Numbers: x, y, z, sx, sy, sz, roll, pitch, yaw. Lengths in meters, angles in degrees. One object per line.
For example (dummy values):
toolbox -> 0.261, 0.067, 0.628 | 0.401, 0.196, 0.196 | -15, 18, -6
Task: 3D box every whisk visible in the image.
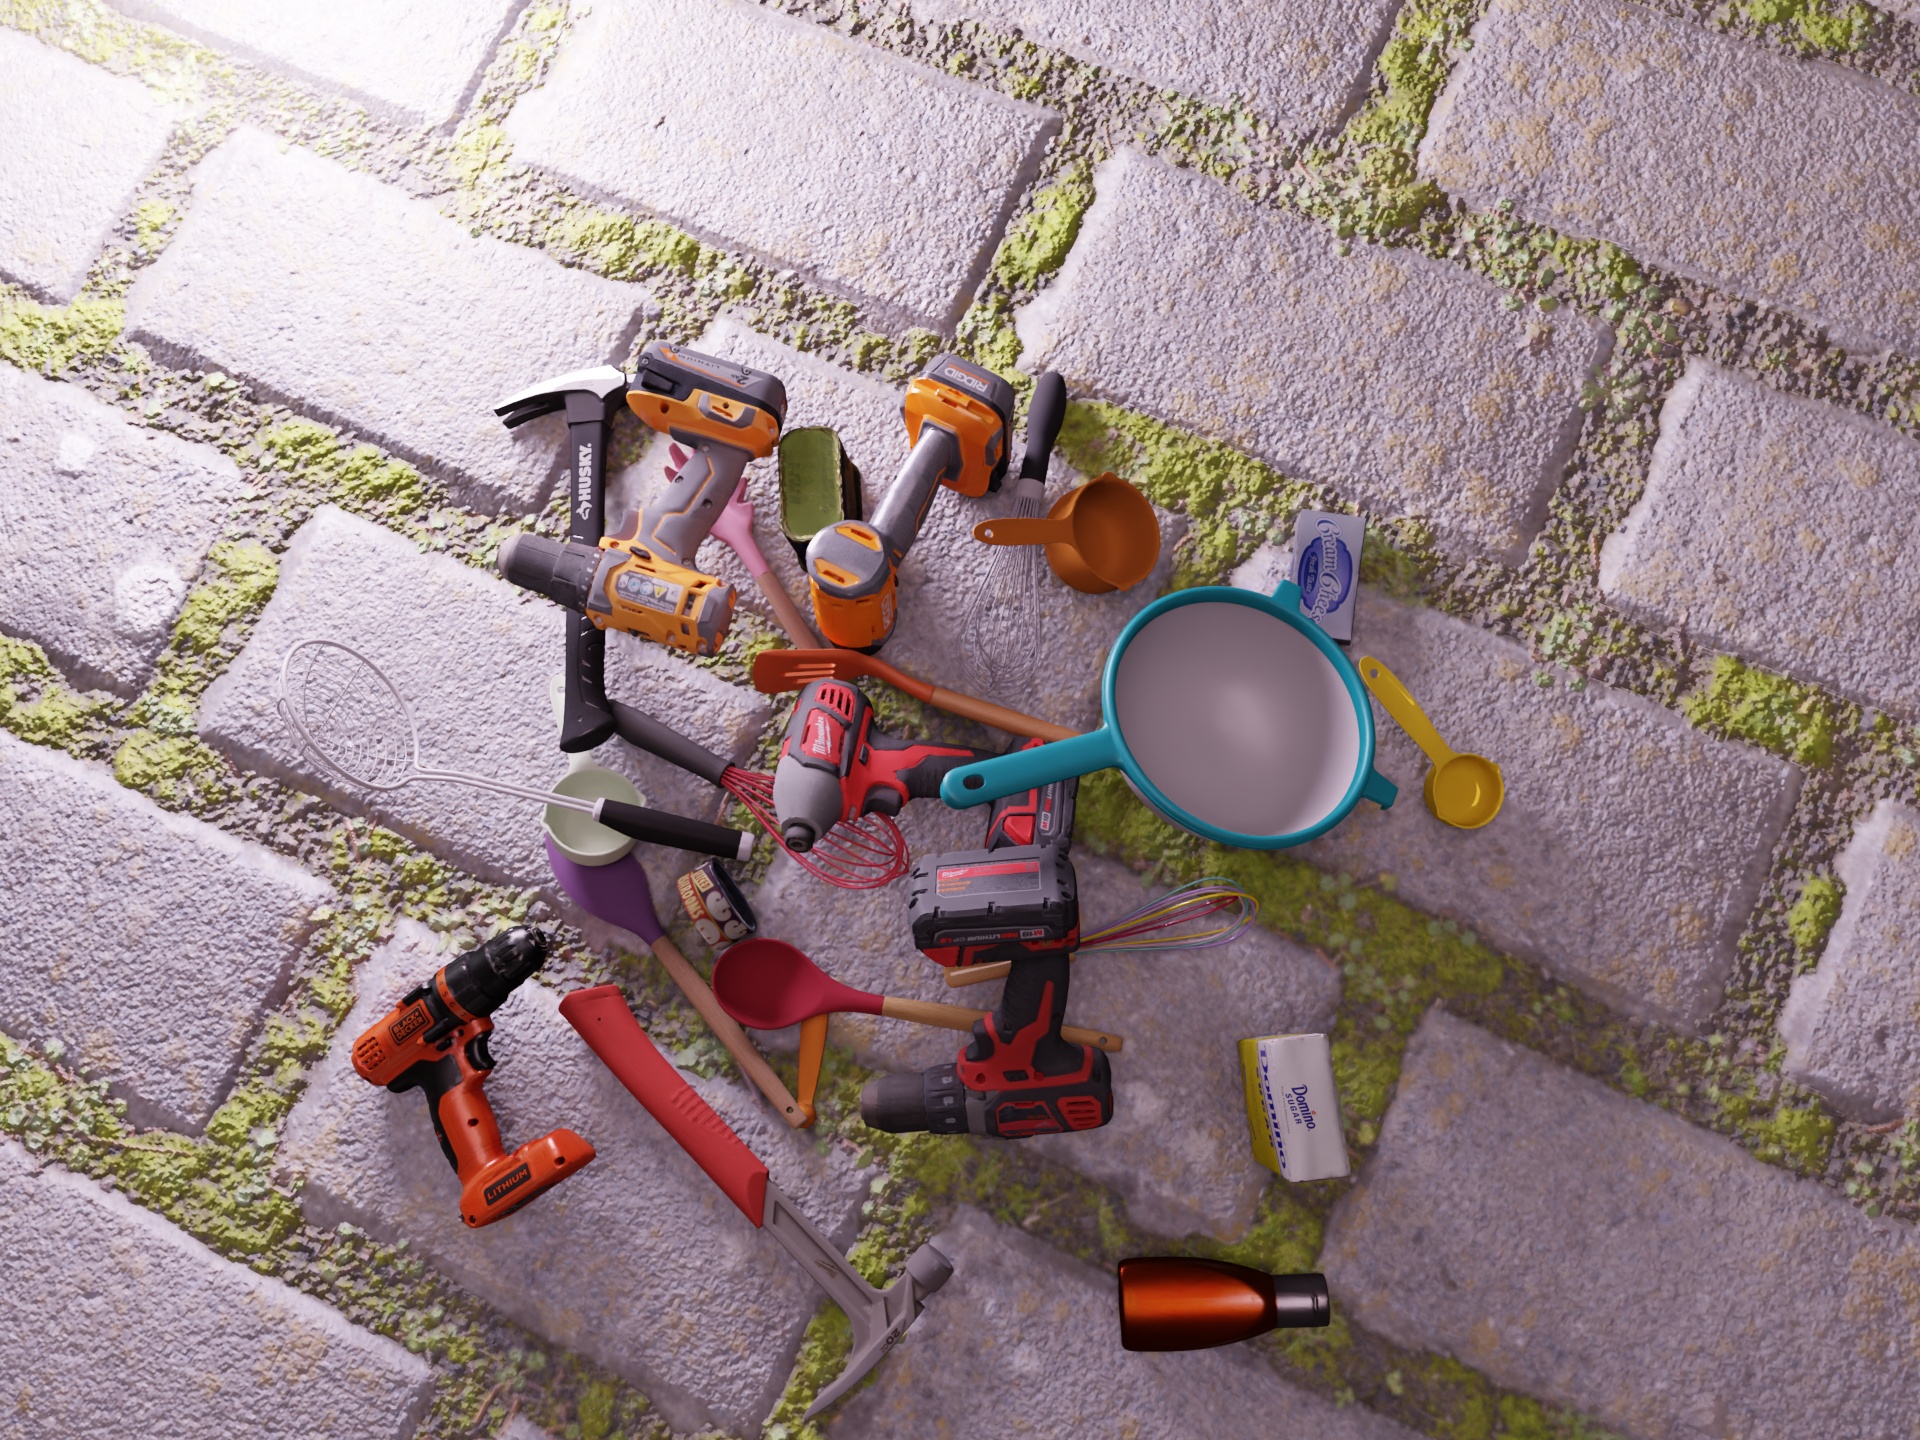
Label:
whisk -> -0.168, 0.052, 1.252 | 0.296, 0.073, 0.073 | 26, 82, 16
whisk -> 0.048, -0.154, 1.276 | 0.070, 0.070, 0.285 | 9, 74, 8
whisk -> 0.105, 0.164, 1.209 | 0.245, 0.047, 0.051 | -14, 78, 6

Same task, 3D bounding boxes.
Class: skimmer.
skimmer -> -0.328, 0.030, 1.201 | 0.363, 0.127, 0.090 | 15, 119, -7

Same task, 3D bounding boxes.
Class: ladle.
ladle -> -0.033, 0.221, 1.214 | 0.315, 0.031, 0.069 | 9, 78, 4

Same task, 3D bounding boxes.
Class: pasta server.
pasta server -> -0.146, -0.098, 1.291 | 0.060, 0.040, 0.316 | -30, 78, -11

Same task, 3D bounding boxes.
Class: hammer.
hammer -> -0.311, -0.135, 1.301 | 0.146, 0.035, 0.335 | -5, 71, 5
hammer -> -0.181, 0.342, 1.202 | 0.359, 0.036, 0.149 | 43, 85, 12

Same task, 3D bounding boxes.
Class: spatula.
spatula -> -0.002, -0.004, 1.238 | 0.322, 0.081, 0.041 | 18, 67, -1
spatula -> -0.223, 0.194, 1.243 | 0.060, 0.018, 0.316 | -40, 74, -10

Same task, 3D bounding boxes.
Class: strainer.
strainer -> 0.137, 0.026, 1.175 | 0.340, 0.095, 0.211 | -14, 69, -19

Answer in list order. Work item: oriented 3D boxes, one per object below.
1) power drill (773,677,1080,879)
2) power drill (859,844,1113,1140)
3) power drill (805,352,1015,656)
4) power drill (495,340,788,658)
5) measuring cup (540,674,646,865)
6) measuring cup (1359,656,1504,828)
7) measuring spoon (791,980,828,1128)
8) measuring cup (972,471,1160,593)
power drill -> -0.029, 0.057, 1.181 | 0.219, 0.078, 0.143 | 15, 49, -5
power drill -> 0.010, 0.209, 1.144 | 0.188, 0.080, 0.226 | -5, 118, 4
power drill -> -0.042, -0.155, 1.246 | 0.084, 0.164, 0.226 | 27, 70, 10
power drill -> -0.246, -0.178, 1.250 | 0.185, 0.084, 0.226 | 17, 80, 0
measuring cup -> -0.304, 0.041, 1.279 | 0.083, 0.038, 0.168 | -13, 64, -16
measuring cup -> 0.349, 0.015, 1.205 | 0.062, 0.029, 0.156 | -39, 91, -8
measuring spoon -> -0.116, 0.255, 1.226 | 0.021, 0.011, 0.117 | 5, 78, 7
measuring cup -> 0.072, -0.141, 1.232 | 0.173, 0.052, 0.095 | -4, 84, -31
